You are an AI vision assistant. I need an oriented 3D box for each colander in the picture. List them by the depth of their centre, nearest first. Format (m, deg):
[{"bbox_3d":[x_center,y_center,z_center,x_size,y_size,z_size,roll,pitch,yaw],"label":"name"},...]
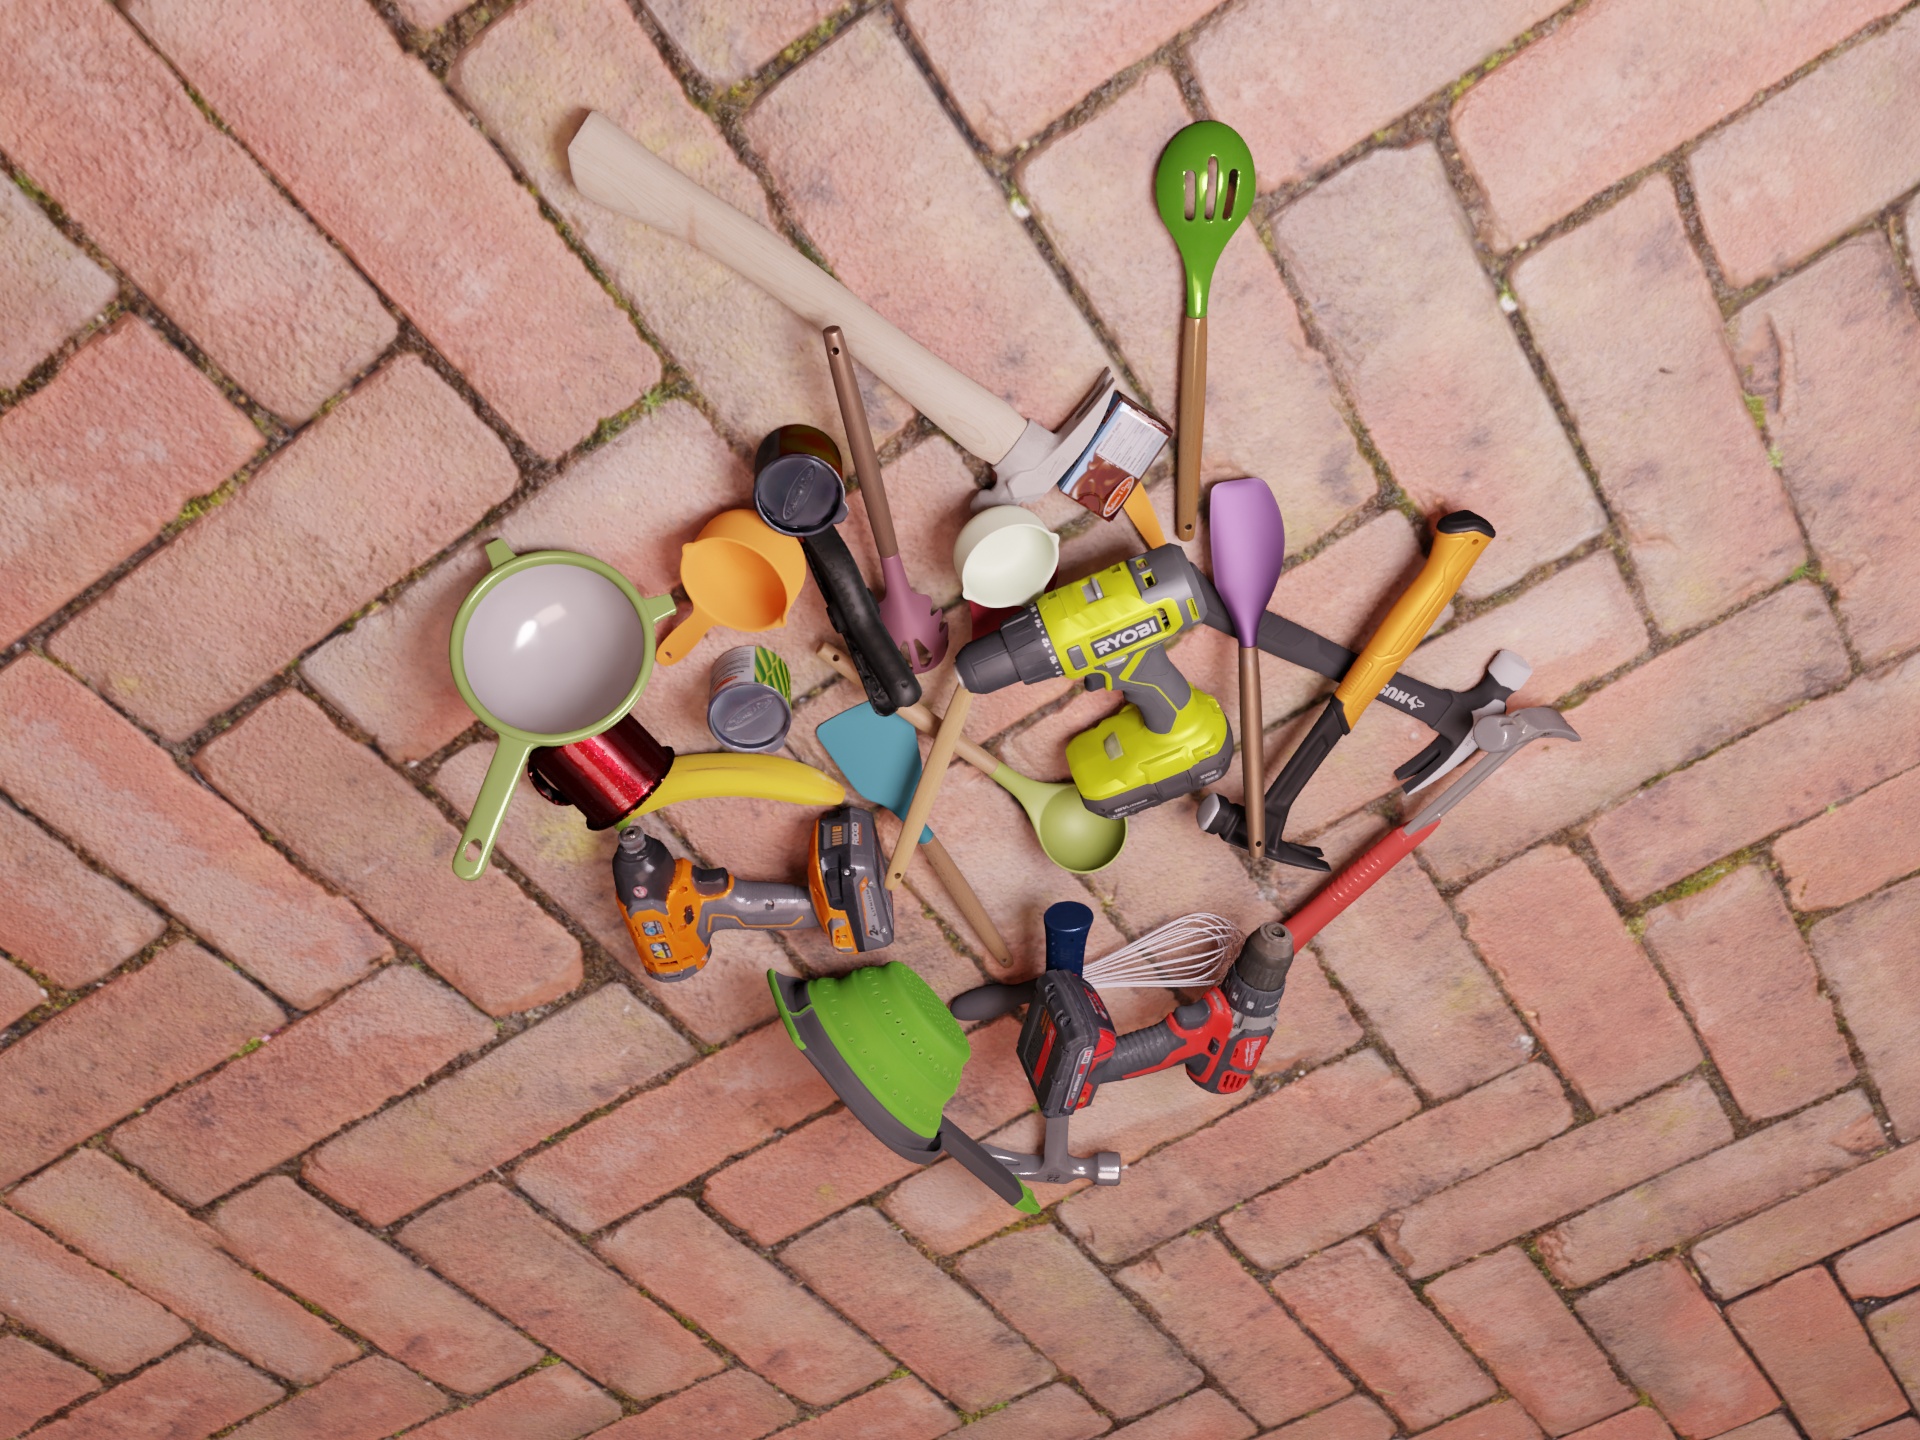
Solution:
[{"bbox_3d":[-0.013,0.330,1.446,0.094,0.205,0.396,-40,124,3],"label":"colander"}]

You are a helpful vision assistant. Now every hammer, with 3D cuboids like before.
[{"bbox_3d":[-0.081,-0.292,1.109,0.410,0.038,0.146,32,113,-23],"label":"hammer"},{"bbox_3d":[0.329,-0.021,1.290,0.127,0.034,0.336,21,117,-17],"label":"hammer"},{"bbox_3d":[0.299,-0.047,1.311,0.334,0.035,0.146,22,118,-19],"label":"hammer"},{"bbox_3d":[0.384,0.115,1.408,0.149,0.037,0.359,0,139,-47],"label":"hammer"},{"bbox_3d":[0.088,0.315,1.485,0.144,0.035,0.405,1,132,2],"label":"hammer"}]

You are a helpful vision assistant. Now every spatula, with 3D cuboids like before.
[{"bbox_3d":[0.232,-0.036,1.266,0.059,0.018,0.315,-8,109,-6],"label":"spatula"},{"bbox_3d":[-0.019,0.111,1.390,0.082,0.044,0.317,-24,127,8],"label":"spatula"}]

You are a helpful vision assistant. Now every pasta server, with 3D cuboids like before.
[{"bbox_3d":[-0.060,-0.151,1.181,0.060,0.040,0.315,-12,130,2],"label":"pasta server"}]

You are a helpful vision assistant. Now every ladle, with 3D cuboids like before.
[{"bbox_3d":[-0.002,-0.004,1.270,0.069,0.031,0.315,16,105,-21],"label":"ladle"},{"bbox_3d":[0.012,0.027,1.312,0.320,0.062,0.078,35,85,-25],"label":"ladle"}]

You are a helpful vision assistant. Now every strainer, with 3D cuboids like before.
[{"bbox_3d":[-0.320,0.001,1.194,0.151,0.069,0.256,18,77,0],"label":"strainer"}]

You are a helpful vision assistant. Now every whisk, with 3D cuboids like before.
[{"bbox_3d":[0.125,0.235,1.470,0.284,0.070,0.070,-15,124,9],"label":"whisk"}]

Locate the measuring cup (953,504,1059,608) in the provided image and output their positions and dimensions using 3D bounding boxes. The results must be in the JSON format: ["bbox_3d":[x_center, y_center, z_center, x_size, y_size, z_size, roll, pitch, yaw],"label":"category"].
[{"bbox_3d":[0.050,-0.102,1.216,0.083,0.038,0.167,-33,139,6],"label":"measuring cup"}]

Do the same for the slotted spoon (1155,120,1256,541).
[{"bbox_3d":[0.172,-0.270,1.156,0.070,0.031,0.313,-4,125,-3],"label":"slotted spoon"}]

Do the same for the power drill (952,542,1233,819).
[{"bbox_3d":[0.112,-0.022,1.246,0.190,0.080,0.228,-23,138,6],"label":"power drill"}]

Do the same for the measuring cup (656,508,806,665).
[{"bbox_3d":[-0.184,-0.098,1.224,0.095,0.052,0.173,39,136,-14],"label":"measuring cup"}]

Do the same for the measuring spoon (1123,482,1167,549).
[{"bbox_3d":[0.138,-0.165,1.233,0.021,0.011,0.116,-29,118,8],"label":"measuring spoon"}]

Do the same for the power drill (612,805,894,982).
[{"bbox_3d":[-0.180,0.140,1.350,0.226,0.084,0.164,-9,131,3],"label":"power drill"}]

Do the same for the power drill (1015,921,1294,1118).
[{"bbox_3d":[0.177,0.256,1.381,0.226,0.080,0.187,-2,129,-21],"label":"power drill"}]
